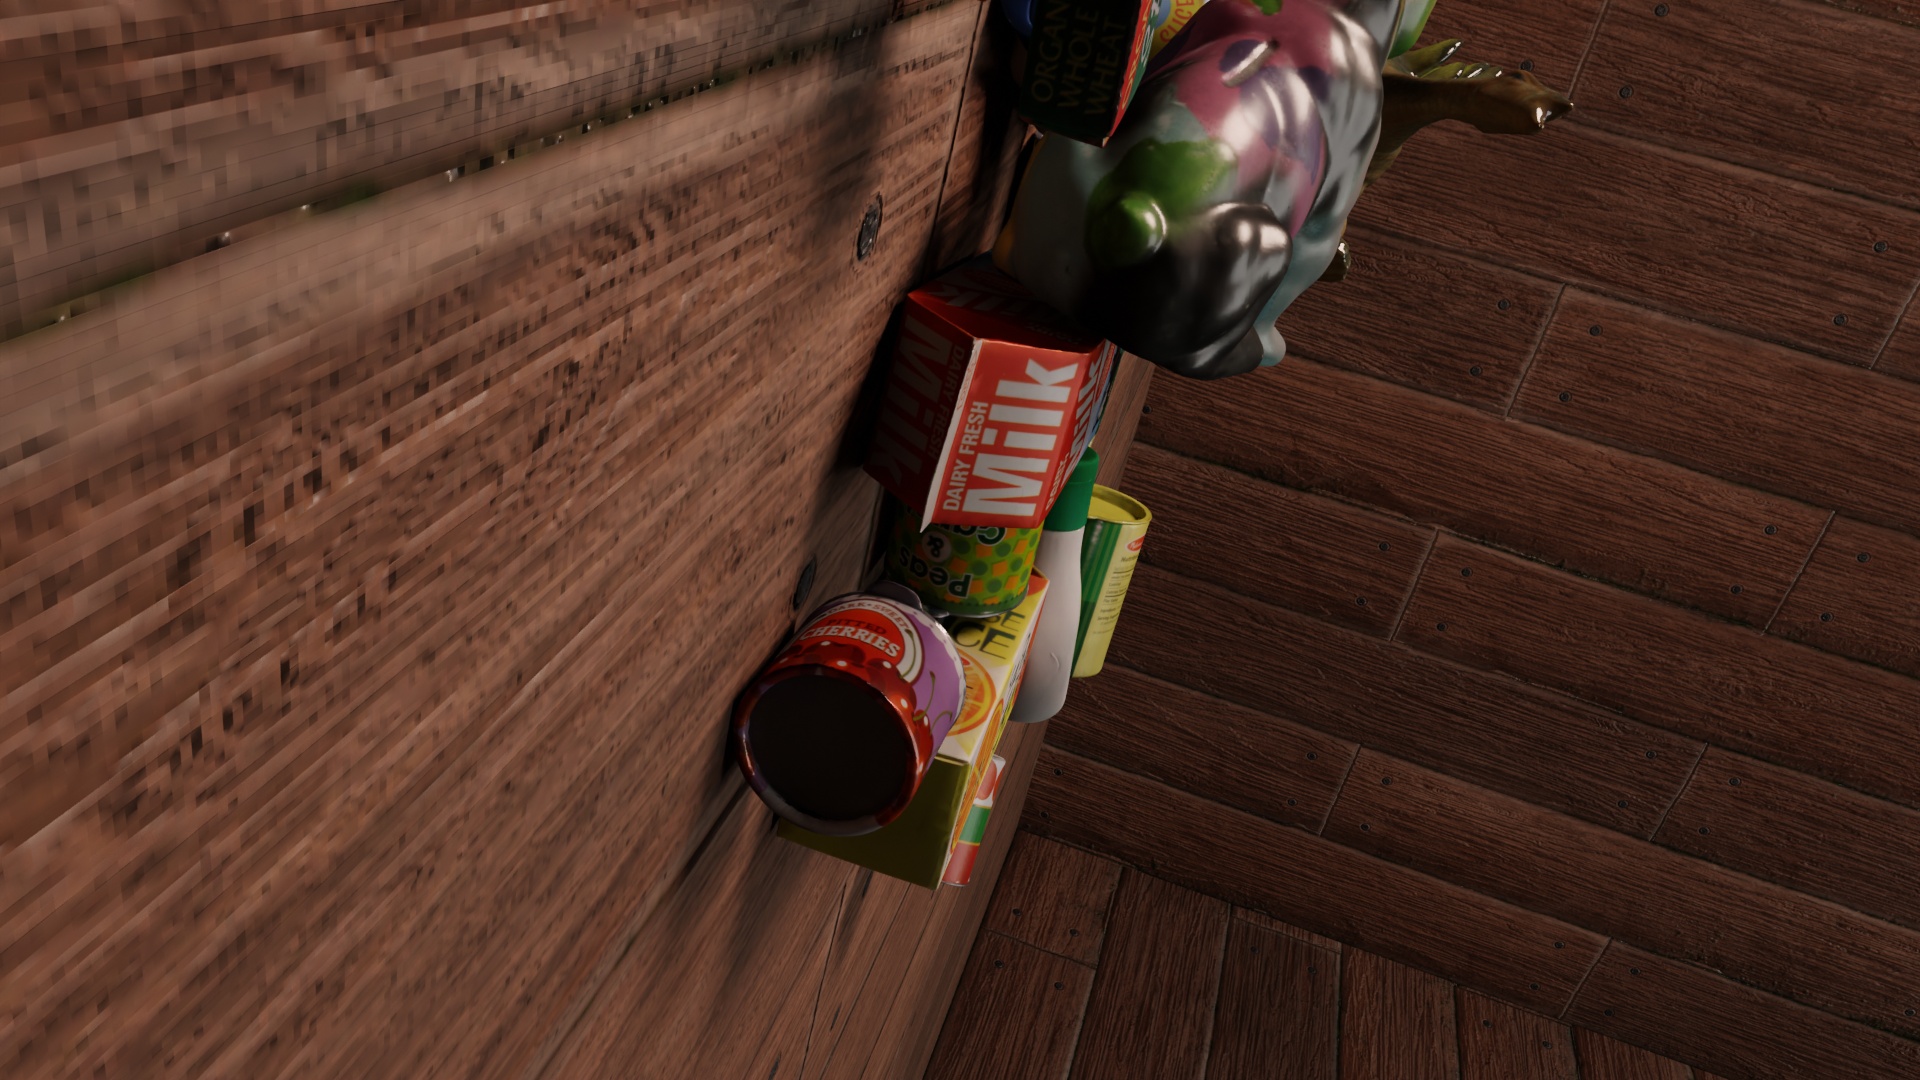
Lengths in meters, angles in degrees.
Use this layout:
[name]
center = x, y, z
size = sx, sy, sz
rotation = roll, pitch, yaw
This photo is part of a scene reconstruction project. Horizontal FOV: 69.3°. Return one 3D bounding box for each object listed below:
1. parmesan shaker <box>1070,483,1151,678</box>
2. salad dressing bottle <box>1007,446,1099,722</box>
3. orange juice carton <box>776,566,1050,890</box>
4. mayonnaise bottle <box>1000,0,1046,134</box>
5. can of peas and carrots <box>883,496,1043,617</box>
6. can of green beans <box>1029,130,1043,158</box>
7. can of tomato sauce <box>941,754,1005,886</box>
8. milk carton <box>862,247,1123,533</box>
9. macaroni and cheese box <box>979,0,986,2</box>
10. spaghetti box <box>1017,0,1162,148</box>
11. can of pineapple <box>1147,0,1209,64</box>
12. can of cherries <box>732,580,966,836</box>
[parmesan shaker]
center = 0.066, 0.023, 0.831
size = 0.071, 0.071, 0.102
rotation = -50, 157, -70
[salad dressing bottle]
center = 0.041, 0.021, 0.717
size = 0.064, 0.044, 0.147
rotation = -123, -142, -60
[orange juice carton]
center = -0.012, 0.062, 0.635
size = 0.194, 0.073, 0.071
rotation = -60, 166, -59
[mayonnaise bottle]
center = 0.046, -0.202, 0.561
size = 0.148, 0.041, 0.064
rotation = -23, 136, -78
[can of peas and carrots]
center = 0.002, -0.008, 0.606
size = 0.071, 0.071, 0.058
rotation = -59, 164, -58
[can of green beans]
center = 0.061, -0.159, 0.665
size = 0.071, 0.071, 0.057
rotation = -57, 164, -62
[can of tomato sauce]
center = -0.015, 0.169, 0.885
size = 0.071, 0.071, 0.083
rotation = 53, 55, -80
[milk carton]
center = 0.017, -0.063, 0.554
size = 0.191, 0.073, 0.072
rotation = -53, 160, -66
[macaroni and cheese box]
center = 0.011, -0.219, 0.283
size = 0.123, 0.040, 0.166
rotation = 63, 45, -78
[spaghetti box]
center = 0.052, -0.214, 0.319
size = 0.050, 0.029, 0.248
rotation = -66, 171, -46
[can of pineapple]
center = 0.094, -0.258, 0.703
size = 0.071, 0.058, 0.071
rotation = 15, 93, -82
[can of cherries]
center = -0.037, 0.056, 0.477
size = 0.058, 0.071, 0.071
rotation = -54, 160, -63
